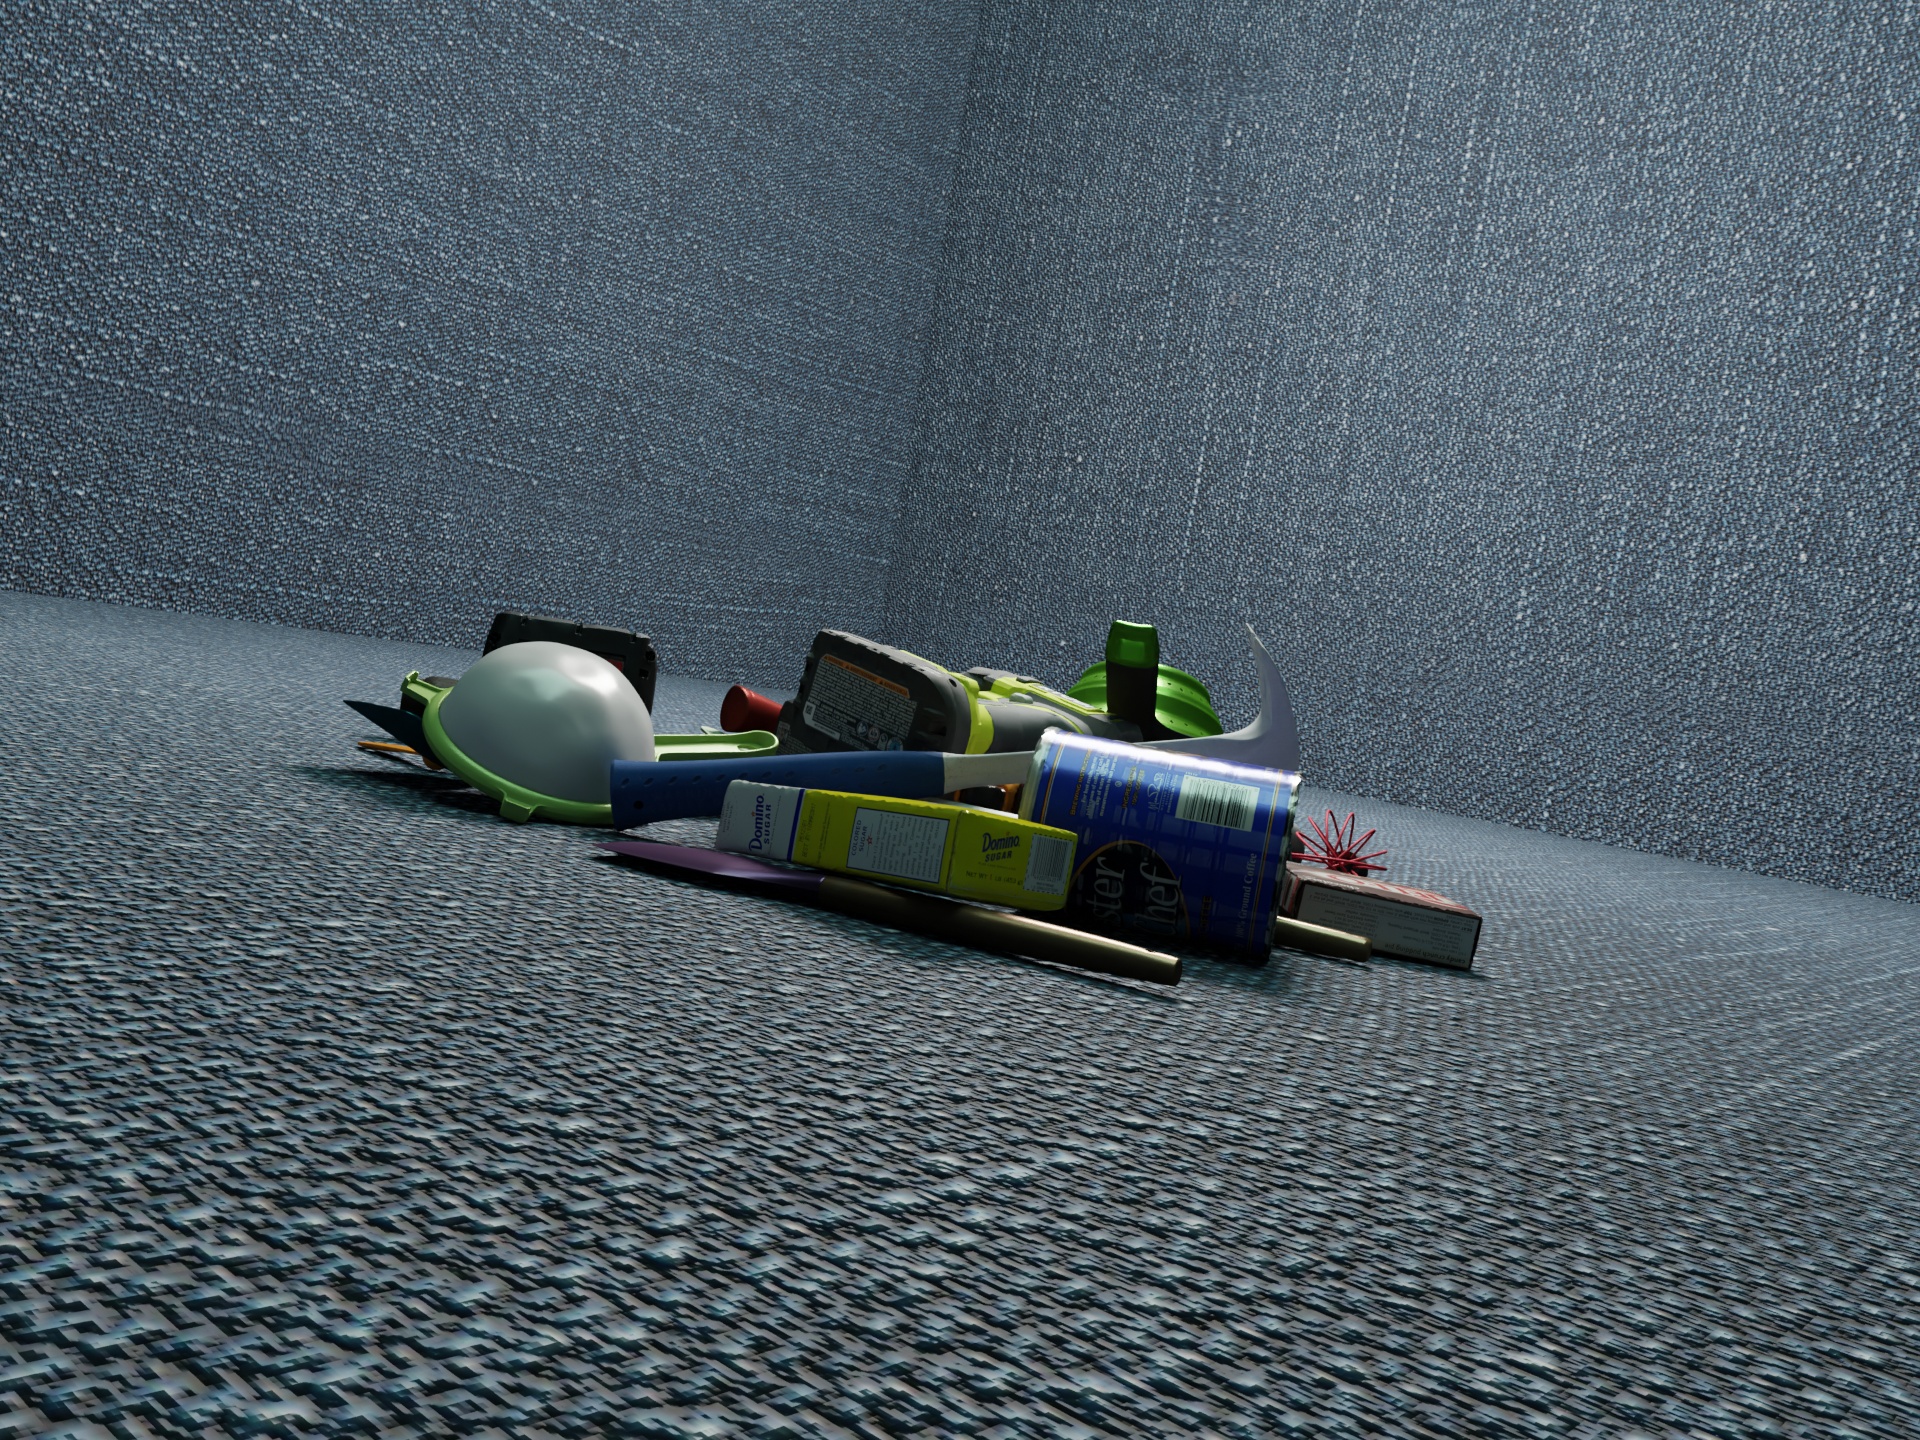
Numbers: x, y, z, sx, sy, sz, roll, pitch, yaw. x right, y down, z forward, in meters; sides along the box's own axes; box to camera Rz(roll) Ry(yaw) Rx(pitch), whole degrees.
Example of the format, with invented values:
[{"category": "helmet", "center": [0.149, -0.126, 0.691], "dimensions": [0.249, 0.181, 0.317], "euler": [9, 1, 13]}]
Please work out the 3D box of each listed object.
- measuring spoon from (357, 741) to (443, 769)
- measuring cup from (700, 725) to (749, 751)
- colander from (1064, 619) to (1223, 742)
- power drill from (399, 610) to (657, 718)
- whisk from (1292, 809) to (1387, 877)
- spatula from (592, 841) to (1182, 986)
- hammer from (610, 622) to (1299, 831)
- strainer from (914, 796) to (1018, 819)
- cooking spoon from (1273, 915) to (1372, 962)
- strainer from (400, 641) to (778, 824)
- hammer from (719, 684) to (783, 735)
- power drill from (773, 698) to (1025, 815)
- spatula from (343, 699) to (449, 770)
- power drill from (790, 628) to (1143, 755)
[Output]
[{"category": "measuring spoon", "center": [-0.389, 0.024, 1.106], "dimensions": [0.117, 0.011, 0.021], "euler": [6, 0, 43]}, {"category": "measuring cup", "center": [-0.178, 0.033, 1.163], "dimensions": [0.083, 0.038, 0.168], "euler": [17, 4, -18]}, {"category": "colander", "center": [0.139, -0.019, 1.245], "dimensions": [0.204, 0.094, 0.396], "euler": [10, -20, 9]}, {"category": "power drill", "center": [-0.321, -0.016, 1.183], "dimensions": [0.187, 0.080, 0.226], "euler": [9, -12, -16]}, {"category": "whisk", "center": [0.293, 0.110, 1.219], "dimensions": [0.073, 0.073, 0.295], "euler": [10, -4, 17]}, {"category": "spatula", "center": [-0.042, 0.087, 0.771], "dimensions": [0.316, 0.018, 0.059], "euler": [9, 1, 27]}, {"category": "hammer", "center": [0.000, 0.025, 0.935], "dimensions": [0.405, 0.144, 0.035], "euler": [-4, 27, -5]}, {"category": "strainer", "center": [0.052, 0.075, 1.008], "dimensions": [0.258, 0.050, 0.087], "euler": [12, 6, 1]}, {"category": "cooking spoon", "center": [0.086, 0.101, 0.951], "dimensions": [0.319, 0.017, 0.068], "euler": [11, -14, 25]}, {"category": "strainer", "center": [-0.208, -0.004, 1.007], "dimensions": [0.256, 0.069, 0.152], "euler": [1, 32, -47]}, {"category": "hammer", "center": [-0.063, 0.026, 1.346], "dimensions": [0.149, 0.037, 0.358], "euler": [4, -9, 36]}, {"category": "power drill", "center": [-0.014, 0.049, 1.187], "dimensions": [0.226, 0.084, 0.185], "euler": [13, 2, -23]}, {"category": "spatula", "center": [-0.266, 0.026, 1.100], "dimensions": [0.082, 0.044, 0.317], "euler": [7, -1, 40]}, {"category": "power drill", "center": [-0.002, -0.003, 1.081], "dimensions": [0.171, 0.080, 0.223], "euler": [24, 11, 37]}]
